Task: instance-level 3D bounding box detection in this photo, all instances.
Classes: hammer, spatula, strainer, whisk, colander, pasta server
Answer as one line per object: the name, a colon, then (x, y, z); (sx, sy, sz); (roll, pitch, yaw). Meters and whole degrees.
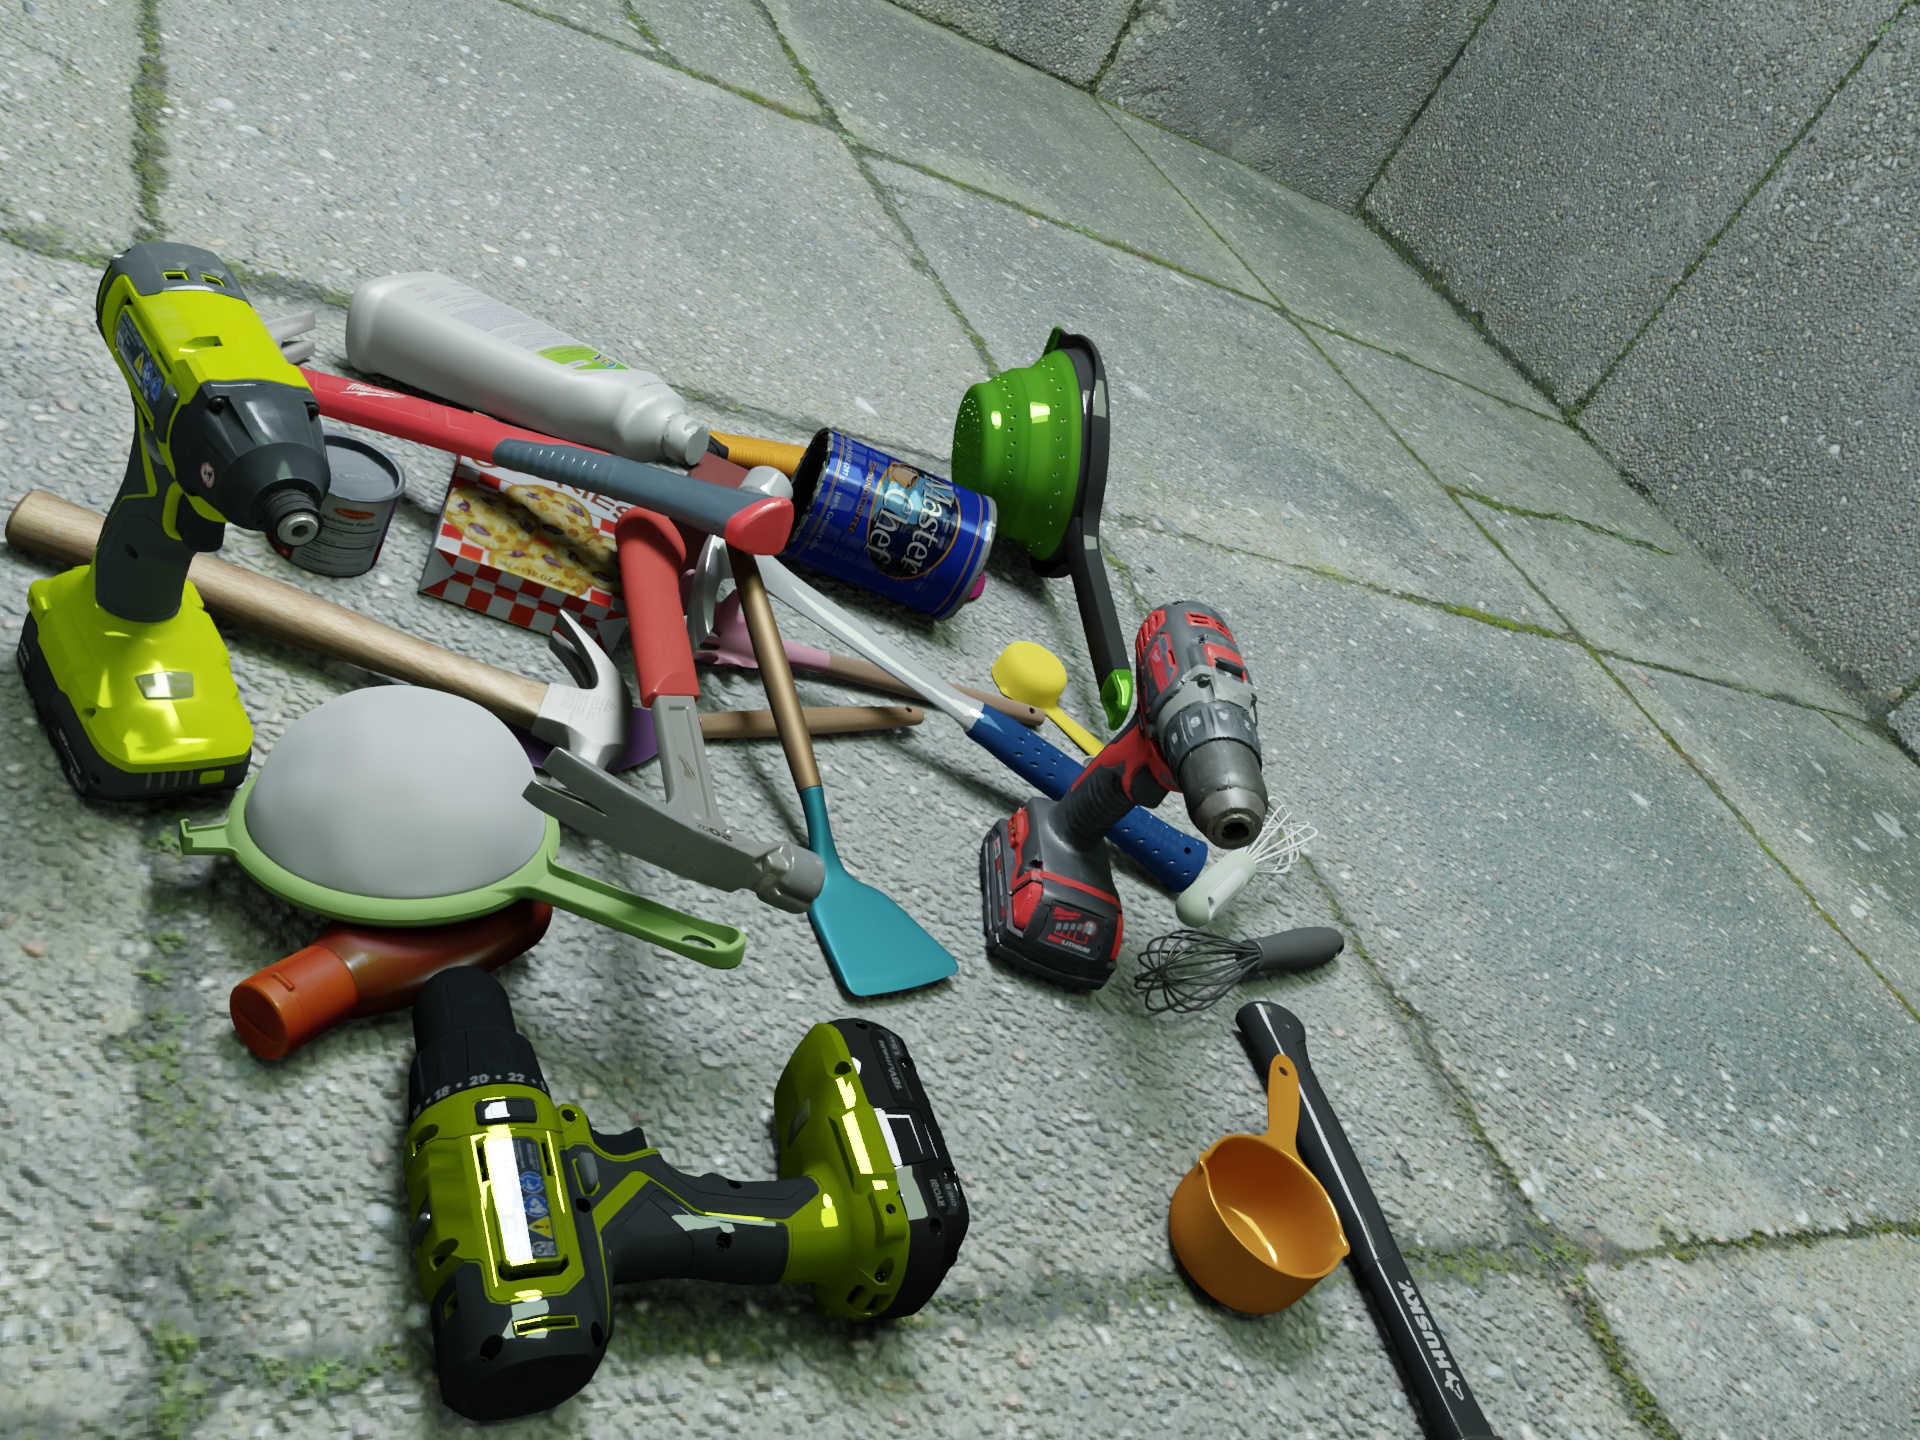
hammer: (-0.169, -0.034, 0.867); (0.149, 0.036, 0.359); (29, 20, -30)
hammer: (-0.002, -0.003, 1.065); (0.405, 0.035, 0.144); (35, 53, -14)
spatula: (-0.090, 0.014, 0.951); (0.082, 0.044, 0.318); (-5, 70, -42)
spatula: (-0.143, 0.004, 0.994); (0.315, 0.018, 0.060); (-3, 49, -43)
strainer: (-0.213, 0.044, 0.736); (0.256, 0.069, 0.151); (19, 27, 11)
hammer: (-0.285, -0.179, 0.997); (0.386, 0.038, 0.143); (17, 31, 6)
whisk: (0.193, 0.161, 1.064); (0.238, 0.055, 0.055); (1, 43, -48)
hammer: (-0.338, -0.050, 0.865); (0.331, 0.031, 0.130); (22, 40, -14)
colander: (0.059, -0.158, 1.283); (0.094, 0.204, 0.398); (2, 52, -15)
whisk: (0.198, 0.101, 1.112); (0.059, 0.058, 0.246); (-3, 9, 27)
pasta server: (-0.066, -0.037, 1.103); (0.316, 0.040, 0.060); (14, 60, -31)
hammer: (-0.181, -0.215, 1.250); (0.336, 0.034, 0.127); (7, 41, -36)
hammer: (0.231, 0.299, 0.910); (0.146, 0.035, 0.335); (14, 36, -30)

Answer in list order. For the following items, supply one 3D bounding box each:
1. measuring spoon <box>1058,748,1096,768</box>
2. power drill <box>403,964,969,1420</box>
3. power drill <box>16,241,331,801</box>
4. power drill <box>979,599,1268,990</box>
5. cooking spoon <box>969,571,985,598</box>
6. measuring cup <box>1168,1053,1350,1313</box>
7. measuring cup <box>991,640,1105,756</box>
measuring spoon: (0.059, 0.029, 1.153); (0.124, 0.018, 0.034); (19, 33, -10)
power drill: (-0.127, 0.190, 0.697); (0.228, 0.080, 0.191); (6, 41, -33)
power drill: (-0.350, -0.075, 0.716); (0.080, 0.223, 0.171); (-6, 49, -46)
power drill: (0.101, 0.059, 0.937); (0.080, 0.226, 0.188); (22, 33, -18)
cooking spoon: (0.008, -0.190, 1.401); (0.068, 0.017, 0.319); (29, 32, -9)
measuring cup: (0.166, 0.256, 0.895); (0.095, 0.052, 0.174); (32, 29, -2)
measuring cup: (0.089, -0.005, 1.206); (0.157, 0.029, 0.062); (43, 32, 19)
